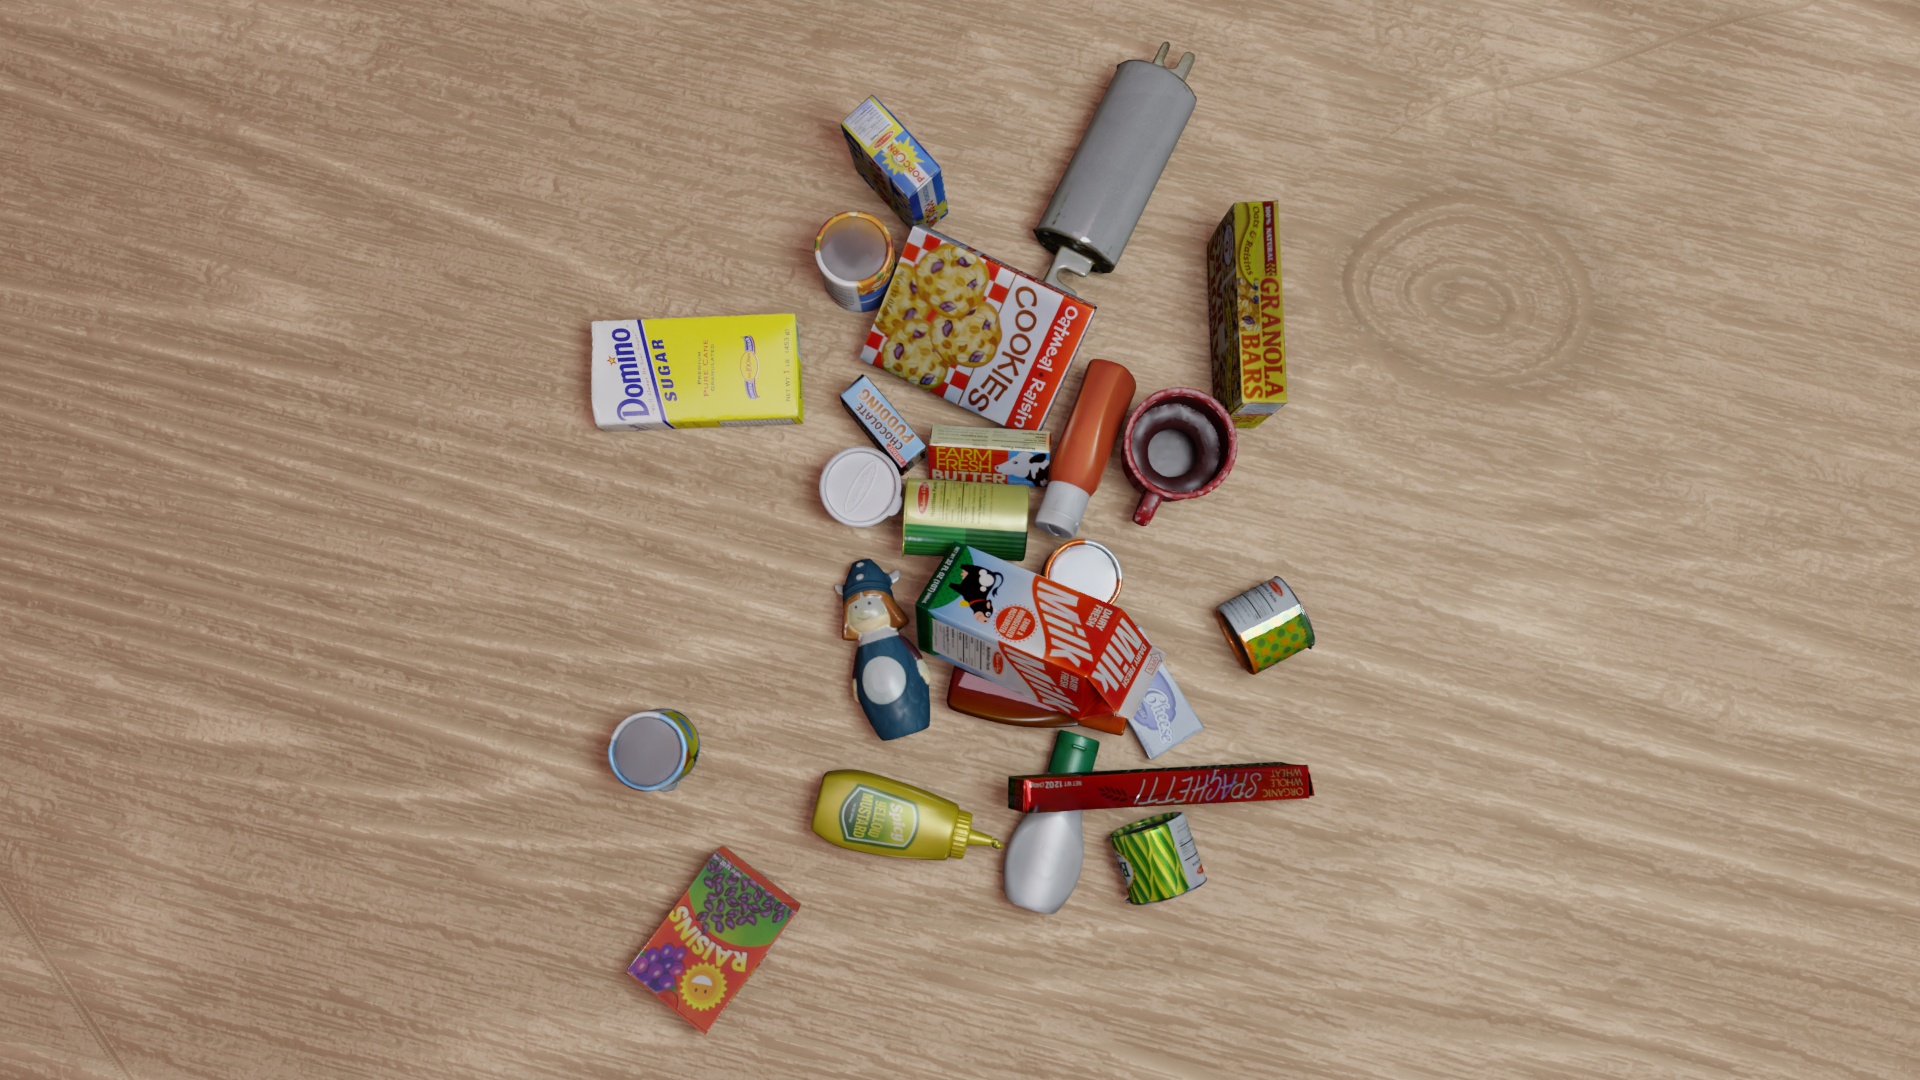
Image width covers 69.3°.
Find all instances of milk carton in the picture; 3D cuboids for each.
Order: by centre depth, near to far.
[{"bbox_3d":[0.064,0.080,1.118,0.191,0.073,0.073,23,57,16],"label":"milk carton"}]

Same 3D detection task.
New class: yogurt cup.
[{"bbox_3d":[-0.083,-0.043,1.180,0.072,0.054,0.072,0,85,0],"label":"yogurt cup"}]

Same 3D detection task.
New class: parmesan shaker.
[{"bbox_3d":[0.004,-0.015,1.171,0.103,0.071,0.071,4,85,0],"label":"parmesan shaker"}]

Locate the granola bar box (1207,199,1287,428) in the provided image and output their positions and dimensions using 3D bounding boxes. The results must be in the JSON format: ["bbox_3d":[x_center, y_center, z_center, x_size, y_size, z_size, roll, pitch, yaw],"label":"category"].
[{"bbox_3d":[0.237,-0.184,1.159,0.039,0.124,0.165,-1,85,0],"label":"granola bar box"}]

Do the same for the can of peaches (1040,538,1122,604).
[{"bbox_3d":[0.100,0.035,1.171,0.071,0.058,0.071,0,85,-1],"label":"can of peaches"}]

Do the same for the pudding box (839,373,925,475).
[{"bbox_3d":[-0.066,-0.098,1.187,0.030,0.049,0.084,-40,87,-5],"label":"pudding box"}]

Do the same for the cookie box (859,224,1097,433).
[{"bbox_3d":[0.016,-0.177,1.181,0.167,0.040,0.122,25,107,2],"label":"cookie box"}]

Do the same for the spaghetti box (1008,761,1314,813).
[{"bbox_3d":[0.164,0.201,1.134,0.250,0.050,0.028,0,84,-14],"label":"spaghetti box"}]

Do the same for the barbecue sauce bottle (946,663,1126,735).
[{"bbox_3d":[0.067,0.128,1.159,0.148,0.043,0.065,13,78,10],"label":"barbecue sauce bottle"}]

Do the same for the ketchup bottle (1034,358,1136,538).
[{"bbox_3d":[0.104,-0.075,1.168,0.043,0.064,0.149,16,75,19],"label":"ketchup bottle"}]

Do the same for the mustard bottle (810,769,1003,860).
[{"bbox_3d":[-0.042,0.234,1.157,0.160,0.049,0.065,12,87,1],"label":"mustard bottle"}]

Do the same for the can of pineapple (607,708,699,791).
[{"bbox_3d":[-0.254,0.175,1.157,0.071,0.058,0.071,0,85,0],"label":"can of pineapple"}]

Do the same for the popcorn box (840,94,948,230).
[{"bbox_3d":[-0.053,-0.312,1.169,0.038,0.126,0.085,-43,86,0],"label":"popcorn box"}]

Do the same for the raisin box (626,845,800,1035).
[{"bbox_3d":[-0.204,0.330,1.153,0.086,0.040,0.123,37,86,2],"label":"raisin box"}]

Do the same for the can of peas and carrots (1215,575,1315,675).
[{"bbox_3d":[0.256,0.074,1.166,0.059,0.071,0.071,-27,86,-2],"label":"can of peas and carrots"}]

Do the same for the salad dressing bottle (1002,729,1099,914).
[{"bbox_3d":[0.079,0.234,1.161,0.064,0.044,0.148,17,83,1],"label":"salad dressing bottle"}]

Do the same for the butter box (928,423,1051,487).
[{"bbox_3d":[0.025,-0.072,1.180,0.103,0.052,0.024,4,56,3],"label":"butter box"}]

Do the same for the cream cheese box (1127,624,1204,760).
[{"bbox_3d":[0.156,0.129,1.180,0.053,0.024,0.104,-32,86,-3],"label":"cream cheese box"}]

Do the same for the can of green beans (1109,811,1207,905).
[{"bbox_3d":[0.163,0.262,1.147,0.071,0.071,0.058,-18,85,-2],"label":"can of green beans"}]

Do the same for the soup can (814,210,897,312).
[{"bbox_3d":[-0.086,-0.239,1.183,0.071,0.083,0.071,0,85,0],"label":"soup can"}]
